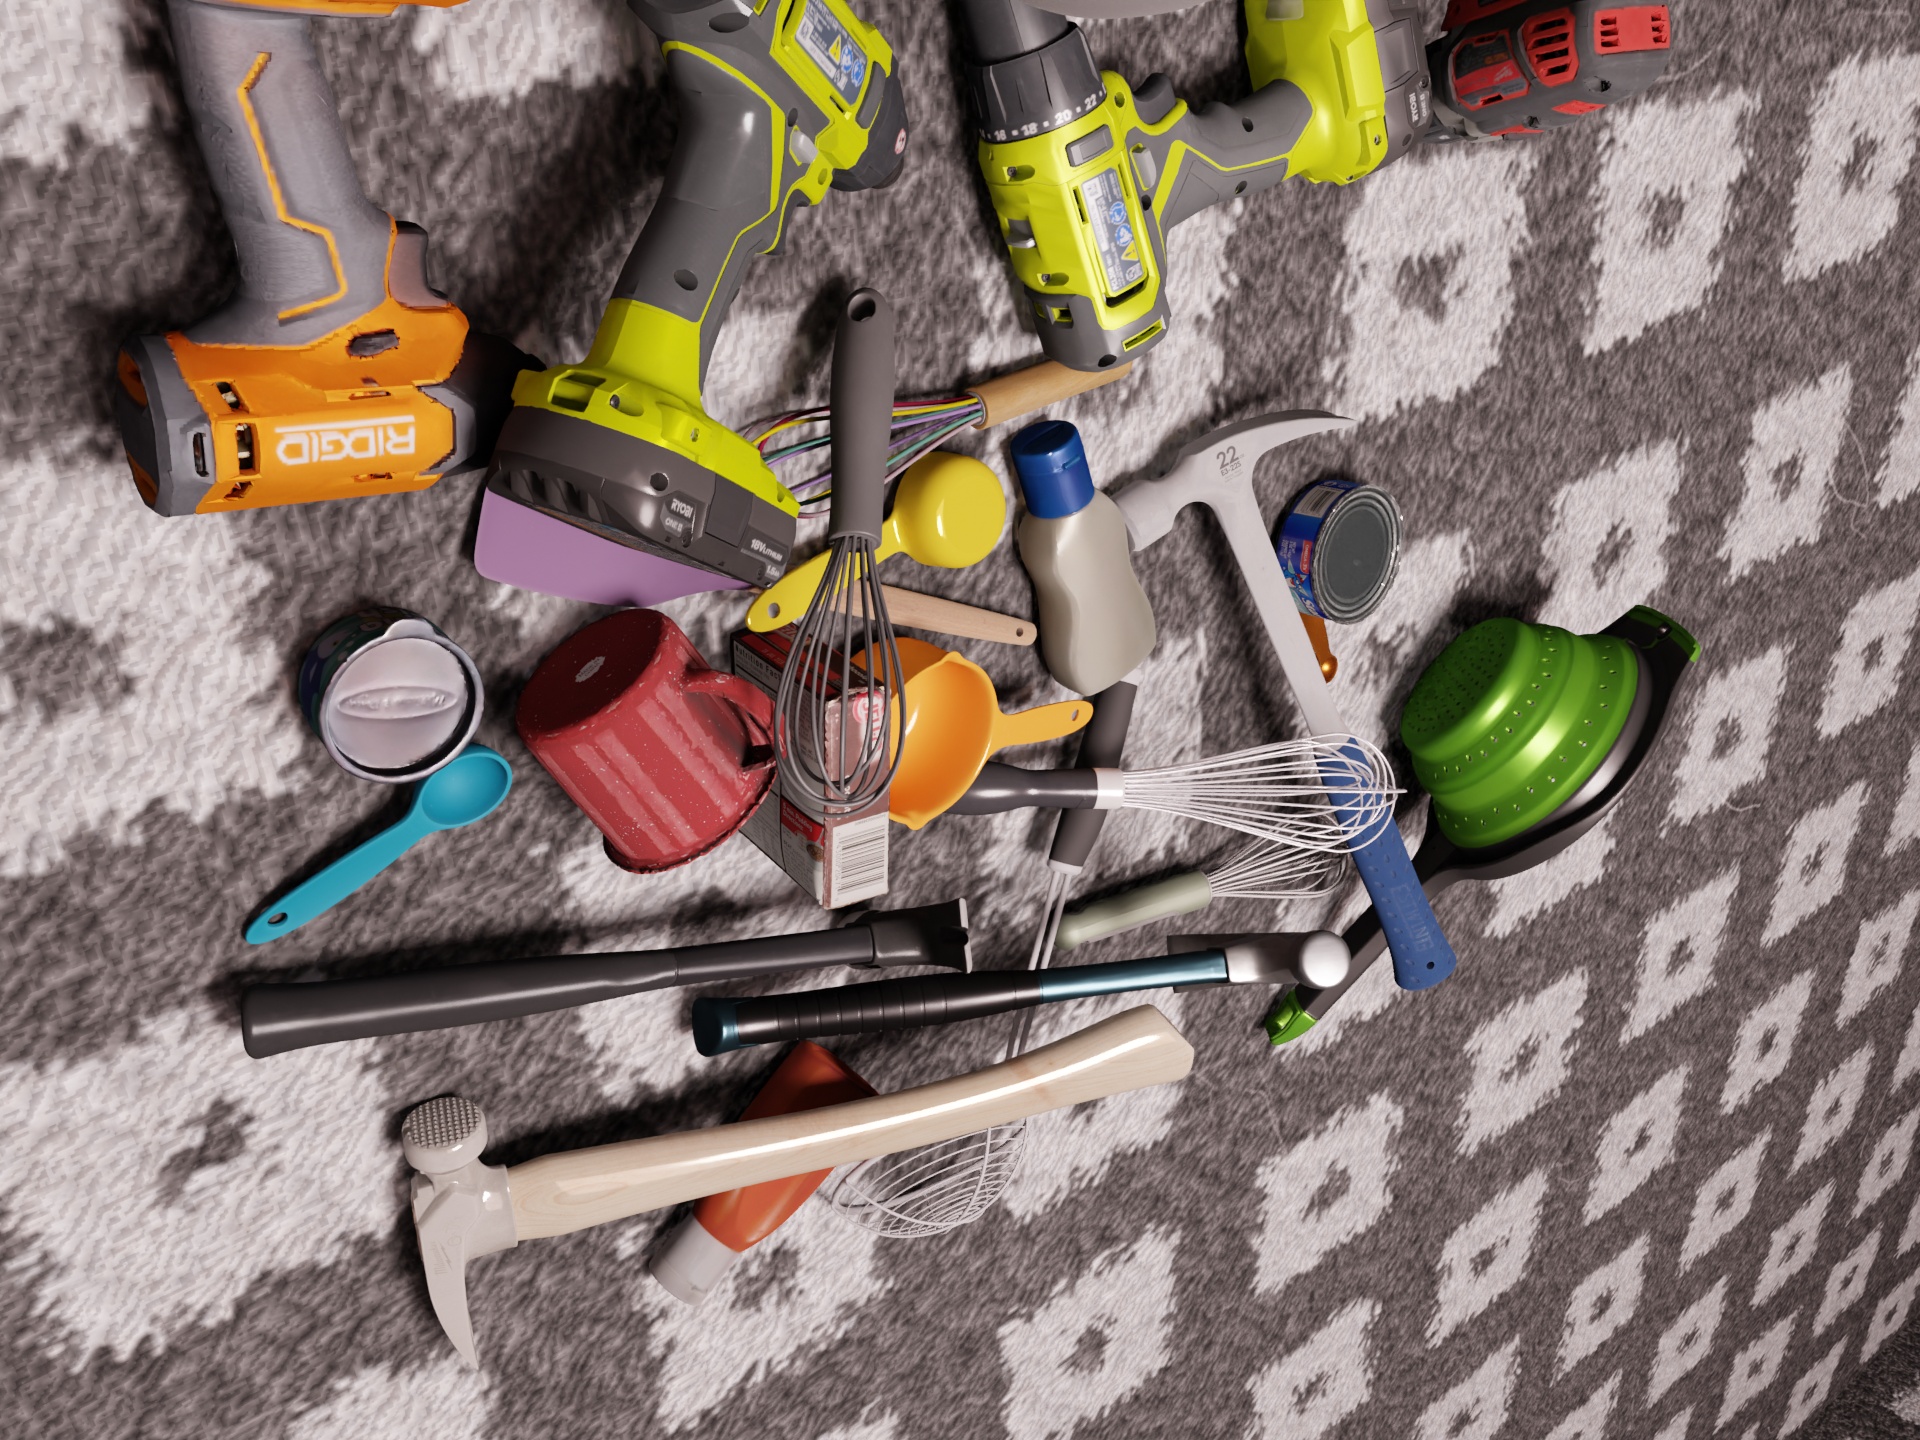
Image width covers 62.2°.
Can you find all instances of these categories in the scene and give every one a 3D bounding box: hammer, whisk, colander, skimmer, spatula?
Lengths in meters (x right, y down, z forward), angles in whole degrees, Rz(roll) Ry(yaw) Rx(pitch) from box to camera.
[{"bbox_3d":[0.224,0.003,0.951,0.144,0.035,0.405,-33,118,-7],"label":"hammer"},{"bbox_3d":[0.160,0.107,1.021,0.246,0.058,0.059,-13,85,-30],"label":"whisk"},{"bbox_3d":[0.316,0.060,1.090,0.094,0.205,0.397,36,106,-11],"label":"colander"},{"bbox_3d":[-0.068,0.223,0.829,0.410,0.038,0.146,-9,118,-19],"label":"hammer"},{"bbox_3d":[-0.047,-0.076,0.671,0.055,0.055,0.239,19,66,-43],"label":"whisk"},{"bbox_3d":[0.021,0.135,0.932,0.127,0.090,0.363,14,93,-50],"label":"skimmer"},{"bbox_3d":[-0.009,-0.144,0.754,0.245,0.051,0.047,-26,121,-31],"label":"whisk"},{"bbox_3d":[0.026,0.141,0.835,0.331,0.128,0.033,-5,83,-10],"label":"hammer"},{"bbox_3d":[0.111,0.038,0.877,0.284,0.070,0.070,1,114,-12],"label":"whisk"},{"bbox_3d":[-0.078,-0.067,0.752,0.315,0.018,0.060,10,93,-42],"label":"spatula"},{"bbox_3d":[-0.149,0.116,0.732,0.334,0.146,0.035,-3,83,-30],"label":"hammer"}]

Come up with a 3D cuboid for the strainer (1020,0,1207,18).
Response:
[{"bbox_3d":[0.006,-0.309,0.582,0.340,0.211,0.095,-38,169,-34],"label":"strainer"}]

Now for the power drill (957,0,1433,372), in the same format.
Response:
[{"bbox_3d":[0.106,-0.297,0.745,0.228,0.080,0.190,-34,124,-18],"label":"power drill"}]

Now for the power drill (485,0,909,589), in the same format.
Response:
[{"bbox_3d":[-0.087,-0.173,0.617,0.171,0.080,0.223,19,89,-69],"label":"power drill"}]

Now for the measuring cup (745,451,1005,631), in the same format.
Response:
[{"bbox_3d":[-0.036,-0.079,0.754,0.156,0.029,0.062,-36,123,-34],"label":"measuring cup"}]

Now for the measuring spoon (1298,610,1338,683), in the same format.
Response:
[{"bbox_3d":[0.217,-0.069,1.002,0.021,0.011,0.116,-44,129,-21],"label":"measuring spoon"}]

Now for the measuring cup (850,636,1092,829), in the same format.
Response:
[{"bbox_3d":[-0.001,-0.003,0.830,0.173,0.052,0.095,-9,118,-47],"label":"measuring cup"}]

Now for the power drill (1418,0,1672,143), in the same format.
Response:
[{"bbox_3d":[0.248,-0.395,0.768,0.080,0.188,0.226,-14,103,-22],"label":"power drill"}]

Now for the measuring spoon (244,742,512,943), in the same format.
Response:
[{"bbox_3d":[-0.250,0.049,0.676,0.128,0.021,0.042,-36,147,-8],"label":"measuring spoon"}]

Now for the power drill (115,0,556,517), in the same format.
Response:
[{"bbox_3d":[-0.205,-0.186,0.546,0.164,0.084,0.226,-13,124,-37],"label":"power drill"}]
